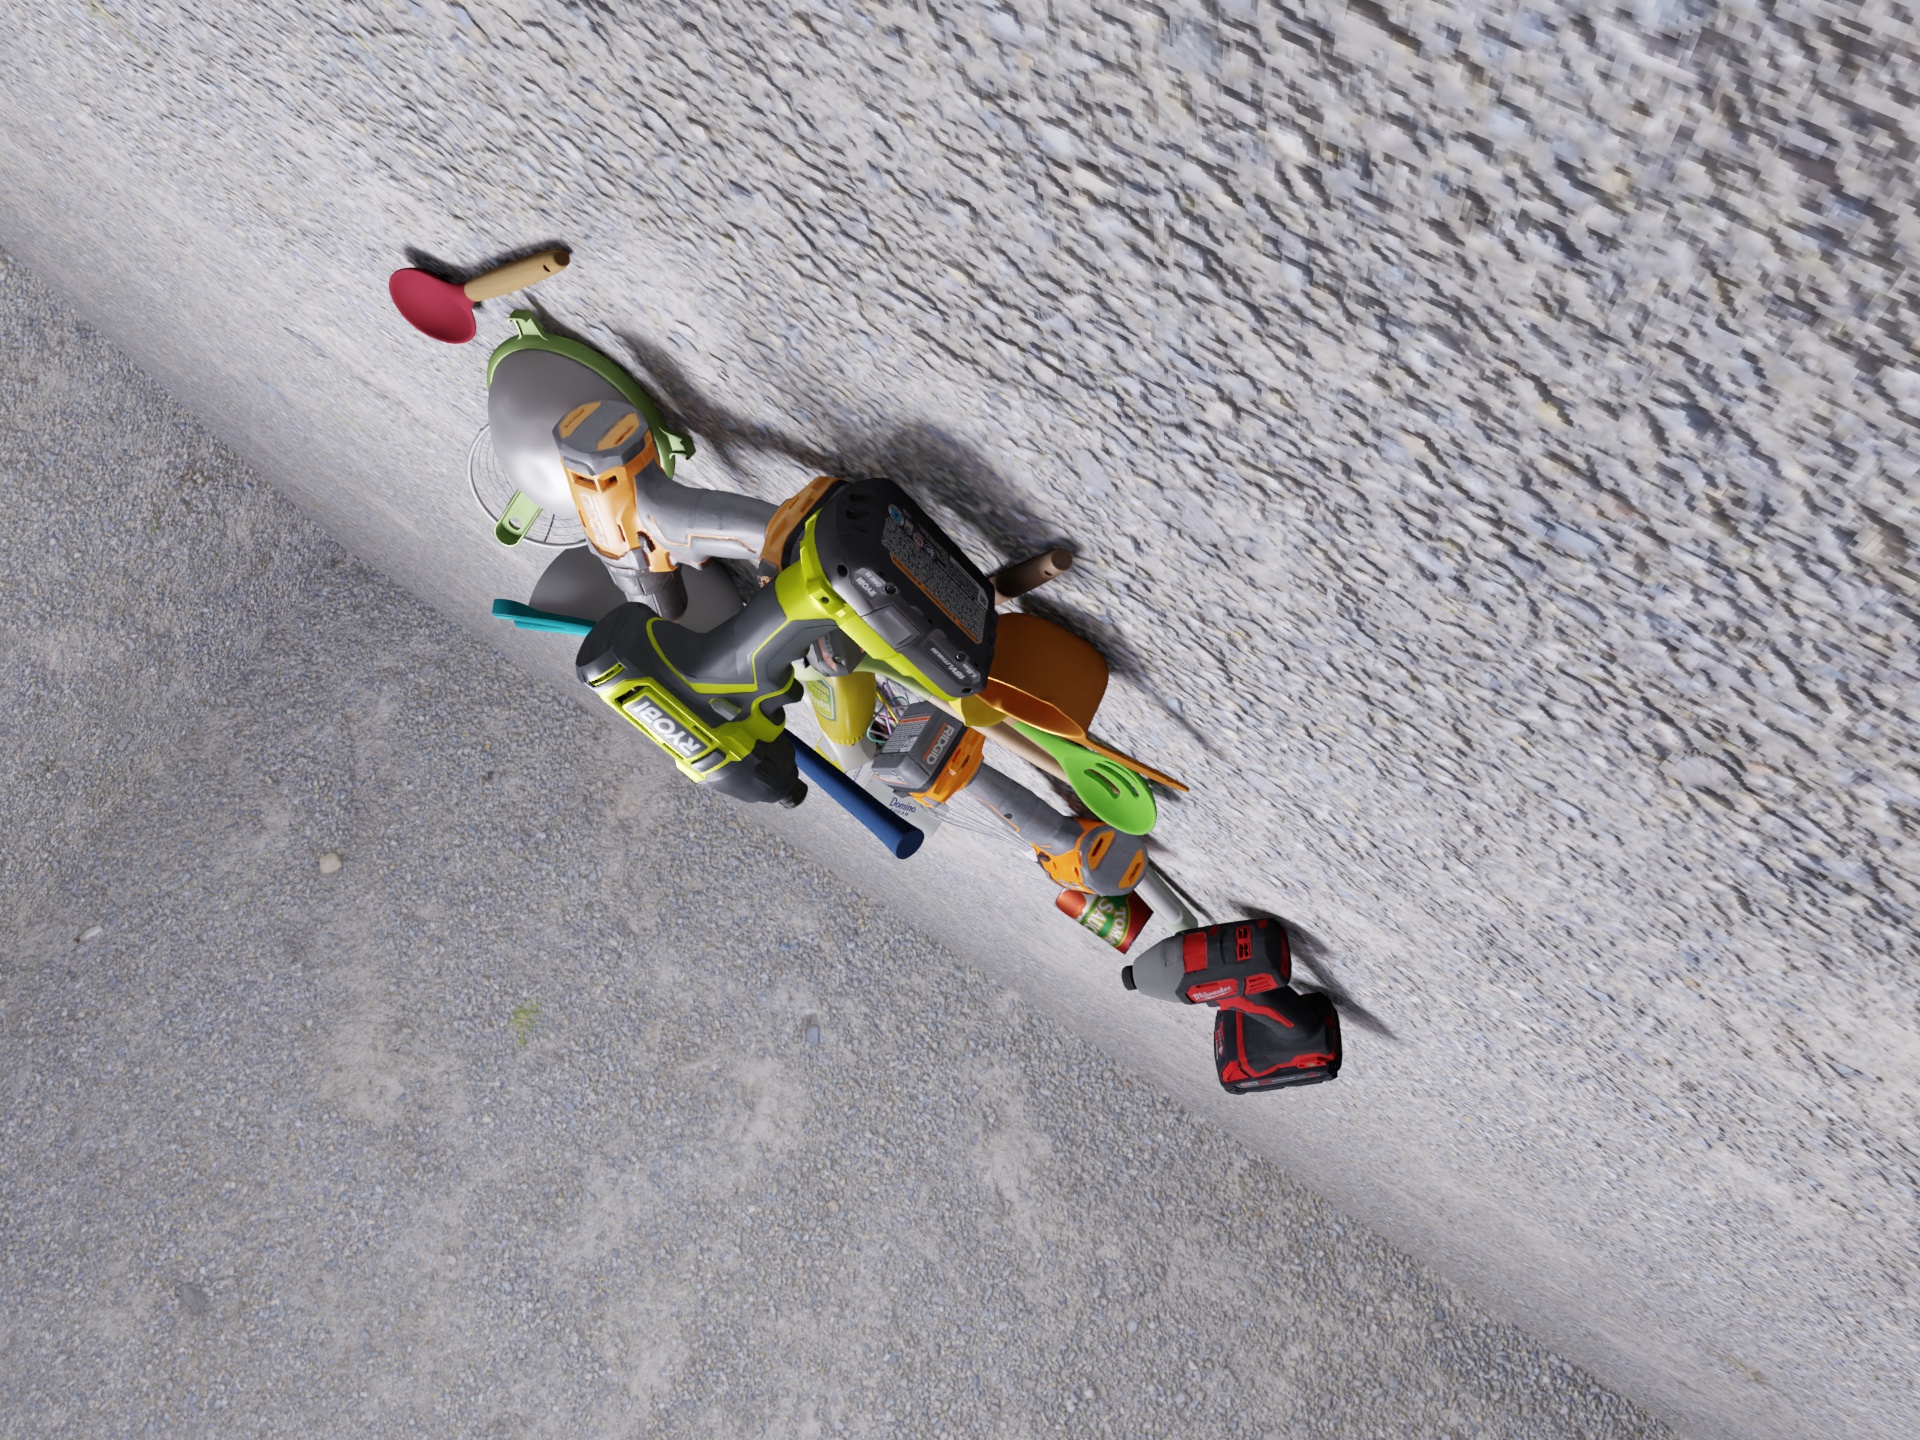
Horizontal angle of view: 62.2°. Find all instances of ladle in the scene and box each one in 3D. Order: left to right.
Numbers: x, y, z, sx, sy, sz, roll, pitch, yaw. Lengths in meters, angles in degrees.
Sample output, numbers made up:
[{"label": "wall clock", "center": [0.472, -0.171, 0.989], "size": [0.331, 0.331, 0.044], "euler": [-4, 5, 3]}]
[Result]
[{"label": "ladle", "center": [-0.319, -0.290, 1.062], "size": [0.069, 0.031, 0.316], "euler": [44, 164, -30]}, {"label": "ladle", "center": [-0.002, -0.004, 1.247], "size": [0.320, 0.078, 0.062], "euler": [30, 153, -4]}]

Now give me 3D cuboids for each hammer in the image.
[{"label": "hammer", "center": [-0.186, 0.006, 1.553], "size": [0.406, 0.035, 0.144], "euler": [38, 177, 28]}]

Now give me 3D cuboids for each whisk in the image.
[{"label": "whisk", "center": [-0.052, 0.020, 1.505], "size": [0.047, 0.051, 0.244], "euler": [26, 169, 13]}, {"label": "whisk", "center": [0.050, 0.109, 1.544], "size": [0.284, 0.070, 0.070], "euler": [37, 169, -33]}, {"label": "whisk", "center": [0.212, 0.196, 1.462], "size": [0.246, 0.058, 0.059], "euler": [48, -167, -32]}]

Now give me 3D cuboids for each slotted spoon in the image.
[{"label": "slotted spoon", "center": [0.023, -0.018, 1.149], "size": [0.313, 0.031, 0.070], "euler": [37, 148, -16]}]

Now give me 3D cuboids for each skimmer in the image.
[{"label": "skimmer", "center": [-0.224, -0.146, 1.208], "size": [0.363, 0.090, 0.127], "euler": [25, 133, 29]}]

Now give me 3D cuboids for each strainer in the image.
[{"label": "strainer", "center": [-0.308, -0.174, 1.158], "size": [0.151, 0.069, 0.256], "euler": [38, 144, -14]}, {"label": "strainer", "center": [-0.295, -0.116, 1.338], "size": [0.211, 0.095, 0.340], "euler": [7, -179, 13]}]

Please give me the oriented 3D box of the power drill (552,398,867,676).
[{"label": "power drill", "center": [-0.154, -0.105, 1.054], "size": [0.226, 0.084, 0.185], "euler": [21, 146, 21]}]

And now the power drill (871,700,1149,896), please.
[{"label": "power drill", "center": [0.039, 0.074, 1.376], "size": [0.226, 0.084, 0.164], "euler": [34, 169, -13]}]

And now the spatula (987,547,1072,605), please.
[{"label": "spatula", "center": [0.011, -0.079, 1.001], "size": [0.059, 0.018, 0.316], "euler": [31, 170, -12]}]

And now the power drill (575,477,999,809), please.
[{"label": "power drill", "center": [-0.093, -0.033, 0.943], "size": [0.223, 0.080, 0.171], "euler": [-27, 125, 30]}]

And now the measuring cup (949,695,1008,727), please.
[{"label": "measuring cup", "center": [-0.012, -0.048, 1.066], "size": [0.156, 0.062, 0.029], "euler": [38, -179, -44]}]

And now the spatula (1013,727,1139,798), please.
[{"label": "spatula", "center": [0.004, -0.018, 1.196], "size": [0.317, 0.044, 0.082], "euler": [35, -168, -11]}]

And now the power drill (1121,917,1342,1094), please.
[{"label": "power drill", "center": [0.240, 0.246, 1.384], "size": [0.143, 0.079, 0.219], "euler": [-15, 141, 24]}]

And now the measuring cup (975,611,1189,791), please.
[{"label": "measuring cup", "center": [0.084, -0.012, 1.002], "size": [0.173, 0.052, 0.095], "euler": [28, 170, -19]}]
